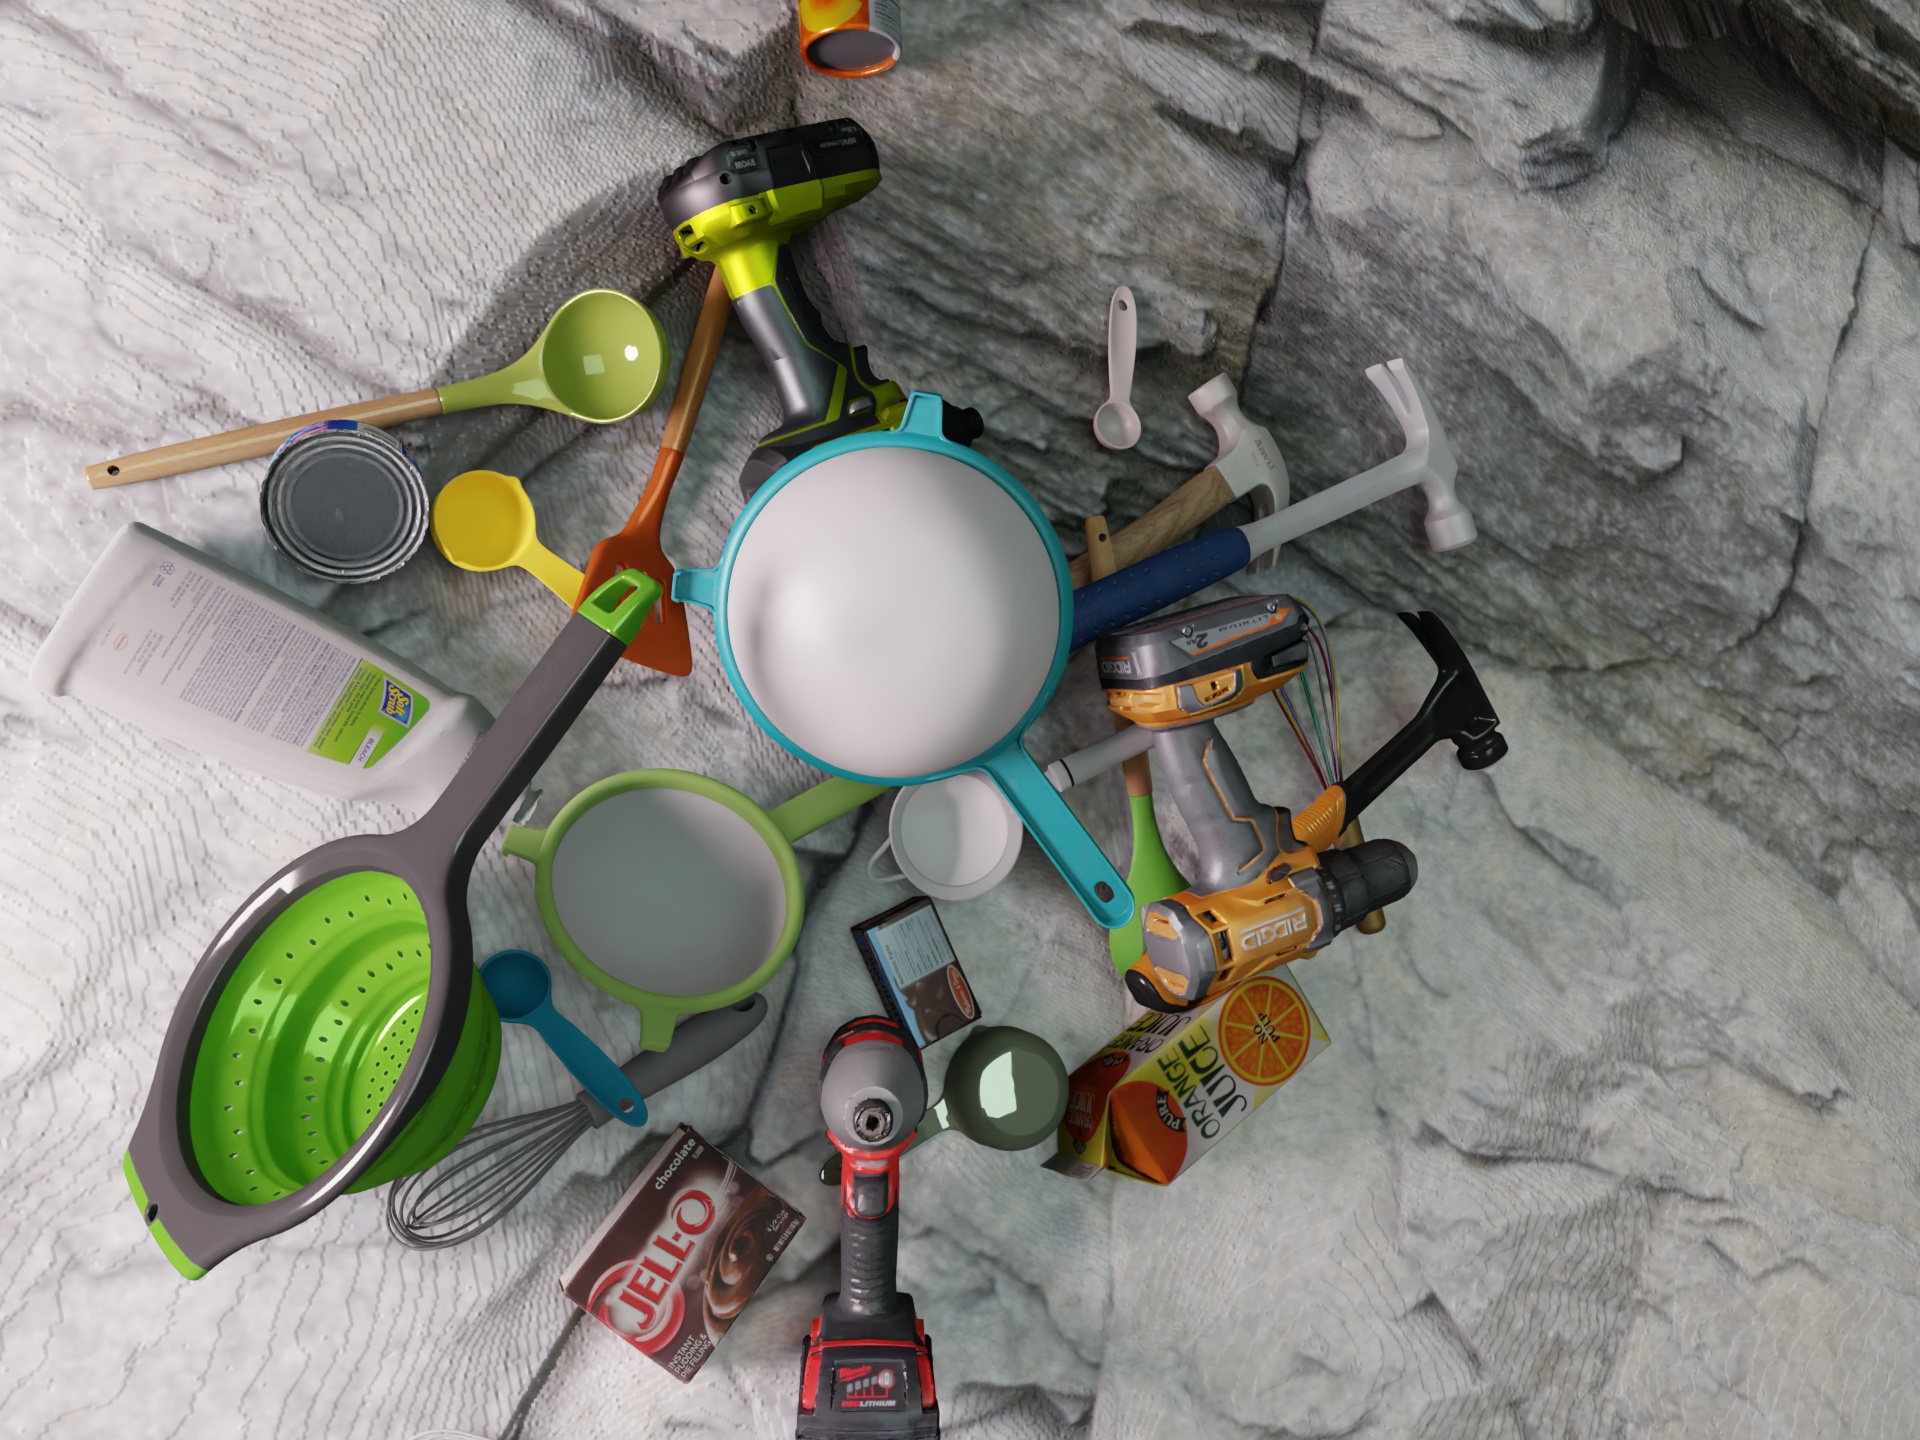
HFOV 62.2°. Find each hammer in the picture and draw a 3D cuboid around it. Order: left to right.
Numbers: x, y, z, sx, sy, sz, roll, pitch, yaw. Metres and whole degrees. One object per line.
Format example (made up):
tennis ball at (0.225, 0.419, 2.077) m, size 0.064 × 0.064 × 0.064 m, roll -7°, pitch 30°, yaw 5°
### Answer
hammer at (0.095, -0.099, 1.062) m, size 0.331 × 0.031 × 0.130 m, roll -37°, pitch 97°, yaw -21°
hammer at (0.191, -0.125, 1.058) m, size 0.405 × 0.035 × 0.144 m, roll -25°, pitch 100°, yaw -30°
hammer at (0.230, 0.068, 1.052) m, size 0.337 × 0.034 × 0.127 m, roll -39°, pitch 109°, yaw -20°

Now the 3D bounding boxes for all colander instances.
colander at (-0.257, 0.102, 0.818) m, size 0.397 × 0.205 × 0.094 m, roll -55°, pitch 139°, yaw -6°

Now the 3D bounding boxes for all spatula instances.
spatula at (-0.163, -0.185, 0.962) m, size 0.081 × 0.041 × 0.323 m, roll 23°, pitch 74°, yaw -34°

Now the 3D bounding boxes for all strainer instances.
strainer at (-0.133, 0.087, 0.936) m, size 0.256 × 0.069 × 0.151 m, roll -29°, pitch 72°, yaw -38°
strainer at (-0.001, -0.003, 0.904) m, size 0.211 × 0.095 × 0.340 m, roll -35°, pitch 100°, yaw 8°
strainer at (0.056, 0.039, 1.000) m, size 0.258 × 0.050 × 0.087 m, roll -25°, pitch 94°, yaw -8°

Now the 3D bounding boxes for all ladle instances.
ladle at (-0.319, -0.177, 0.891) m, size 0.320 × 0.062 × 0.078 m, roll -18°, pitch 91°, yaw -20°

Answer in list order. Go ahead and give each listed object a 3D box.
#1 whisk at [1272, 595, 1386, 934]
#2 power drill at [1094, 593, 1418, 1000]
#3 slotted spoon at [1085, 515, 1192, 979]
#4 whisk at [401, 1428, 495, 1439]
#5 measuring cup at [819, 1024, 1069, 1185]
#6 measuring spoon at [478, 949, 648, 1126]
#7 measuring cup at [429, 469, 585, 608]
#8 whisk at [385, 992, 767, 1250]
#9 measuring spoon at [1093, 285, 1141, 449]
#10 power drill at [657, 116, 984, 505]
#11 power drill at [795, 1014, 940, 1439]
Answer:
whisk at (0.253, 0.032, 1.110) m, size 0.047 × 0.051 × 0.245 m, roll -16°, pitch 94°, yaw -2°
power drill at (0.186, 0.039, 0.973) m, size 0.185 × 0.084 × 0.226 m, roll -16°, pitch 98°, yaw -21°
slotted spoon at (0.111, 0.023, 1.035) m, size 0.070 × 0.031 × 0.314 m, roll -11°, pitch 94°, yaw -21°
whisk at (-0.198, 0.420, 0.874) m, size 0.246 × 0.059 × 0.057 m, roll 12°, pitch 118°, yaw -25°
measuring cup at (-0.007, 0.246, 0.974) m, size 0.167 × 0.038 × 0.083 m, roll -22°, pitch 92°, yaw -22°
measuring spoon at (-0.221, 0.181, 0.887) m, size 0.129 × 0.021 × 0.042 m, roll 43°, pitch 59°, yaw 10°
measuring cup at (-0.241, -0.085, 0.932) m, size 0.156 × 0.029 × 0.062 m, roll 40°, pitch 71°, yaw -26°
whisk at (-0.210, 0.218, 0.895) m, size 0.239 × 0.055 × 0.055 m, roll -29°, pitch 95°, yaw -27°
measuring spoon at (0.108, -0.242, 1.096) m, size 0.034 × 0.018 × 0.124 m, roll 10°, pitch 73°, yaw -19°
power drill at (-0.080, -0.240, 0.974) m, size 0.171 × 0.080 × 0.223 m, roll -27°, pitch 103°, yaw -34°
power drill at (-0.050, 0.285, 0.887) m, size 0.078 × 0.143 × 0.219 m, roll 1°, pitch 91°, yaw -4°
